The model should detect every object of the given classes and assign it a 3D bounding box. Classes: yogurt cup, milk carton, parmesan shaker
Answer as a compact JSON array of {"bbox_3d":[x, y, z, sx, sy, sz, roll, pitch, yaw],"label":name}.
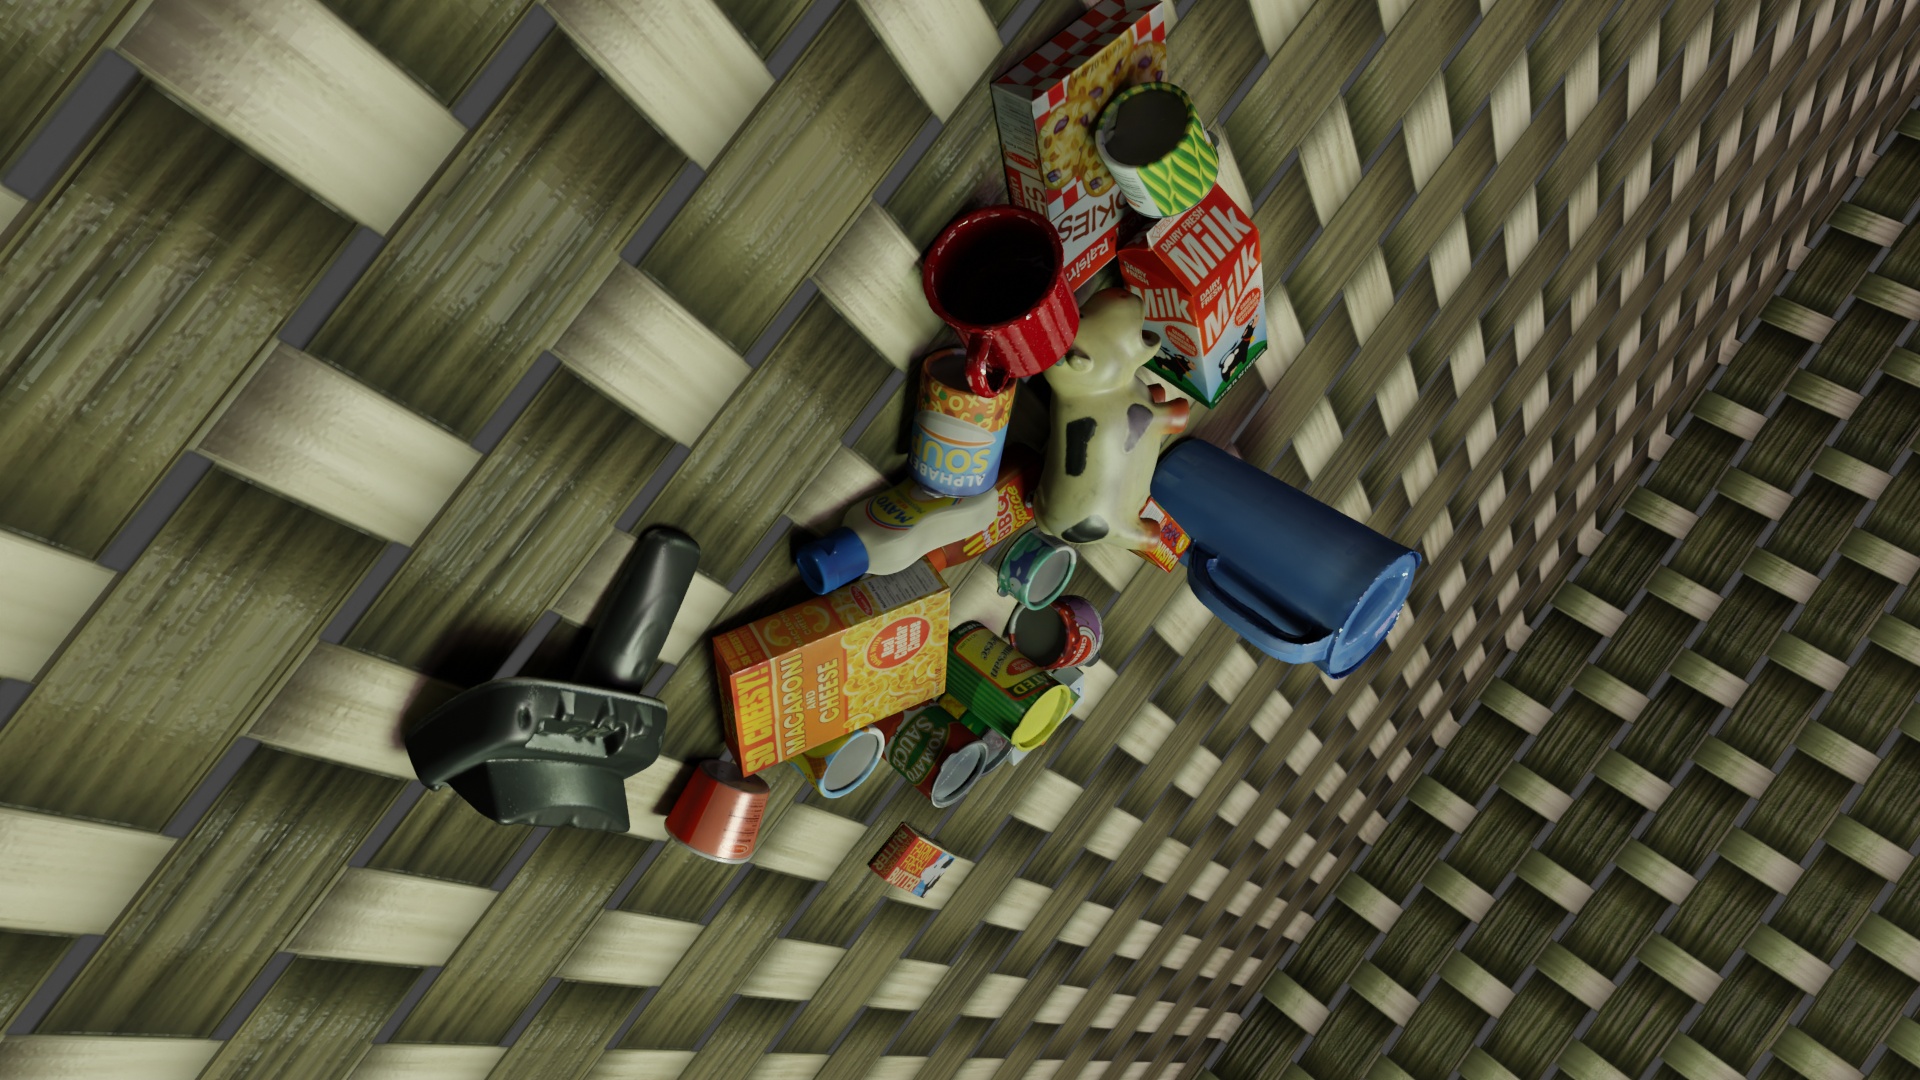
[{"bbox_3d":[-0.173,0.194,1.004,0.072,0.072,0.054,16,99,-58],"label":"yogurt cup"},{"bbox_3d":[0.170,-0.185,1.011,0.072,0.073,0.190,-46,152,-11],"label":"milk carton"},{"bbox_3d":[0.031,0.122,1.171,0.071,0.103,0.071,-35,144,-30],"label":"parmesan shaker"}]

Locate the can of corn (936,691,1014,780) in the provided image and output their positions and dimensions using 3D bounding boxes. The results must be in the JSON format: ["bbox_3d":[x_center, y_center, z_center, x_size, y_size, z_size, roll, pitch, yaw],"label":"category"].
[{"bbox_3d":[0.010,0.169,1.232,0.071,0.058,0.070,-35,144,-30],"label":"can of corn"}]

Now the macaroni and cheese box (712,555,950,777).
[{"bbox_3d":[-0.091,0.090,0.997,0.167,0.040,0.123,-21,141,-22],"label":"macaroni and cheese box"}]

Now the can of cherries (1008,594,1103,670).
[{"bbox_3d":[0.087,0.084,1.240,0.058,0.071,0.071,2,119,-54],"label":"can of cherries"}]

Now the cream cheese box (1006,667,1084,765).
[{"bbox_3d":[0.079,0.169,1.360,0.104,0.024,0.053,-39,147,-23],"label":"cream cheese box"}]

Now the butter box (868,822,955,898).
[{"bbox_3d":[-0.045,0.307,1.327,0.053,0.024,0.103,-51,150,-6],"label":"butter box"}]

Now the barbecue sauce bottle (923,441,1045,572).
[{"bbox_3d":[0.004,-0.013,1.058,0.149,0.044,0.064,-36,138,-27],"label":"barbecue sauce bottle"}]

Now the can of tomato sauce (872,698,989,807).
[{"bbox_3d":[-0.029,0.170,1.156,0.071,0.083,0.070,-34,144,-30],"label":"can of tomato sauce"}]

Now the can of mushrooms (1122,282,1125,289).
[{"bbox_3d":[0.159,-0.196,1.100,0.071,0.033,0.070,-35,144,-30],"label":"can of mushrooms"}]

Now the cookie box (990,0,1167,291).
[{"bbox_3d":[0.087,-0.262,0.931,0.123,0.040,0.166,-42,146,-19],"label":"cookie box"}]

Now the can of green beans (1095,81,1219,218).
[{"bbox_3d":[0.126,-0.250,0.890,0.071,0.071,0.057,-53,148,-1],"label":"can of green beans"}]

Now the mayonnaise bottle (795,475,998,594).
[{"bbox_3d":[-0.046,-0.009,0.980,0.149,0.065,0.041,-29,142,-30],"label":"mayonnaise bottle"}]

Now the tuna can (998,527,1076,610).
[{"bbox_3d":[0.065,0.027,1.192,0.071,0.033,0.070,-34,144,-30],"label":"tuna can"}]

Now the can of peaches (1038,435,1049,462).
[{"bbox_3d":[0.104,-0.073,1.110,0.071,0.071,0.058,13,111,-57],"label":"can of peaches"}]

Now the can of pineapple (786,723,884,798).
[{"bbox_3d":[-0.102,0.156,1.067,0.071,0.058,0.070,-34,144,-29],"label":"can of pineapple"}]

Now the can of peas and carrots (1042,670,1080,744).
[{"bbox_3d":[0.066,0.145,1.280,0.059,0.071,0.071,-52,149,-3],"label":"can of peas and carrots"}]

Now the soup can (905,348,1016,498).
[{"bbox_3d":[-0.001,-0.080,0.961,0.071,0.071,0.083,-25,138,-39],"label":"soup can"}]

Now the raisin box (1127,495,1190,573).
[{"bbox_3d":[0.139,-0.022,1.193,0.040,0.086,0.123,-58,149,-3],"label":"raisin box"}]
